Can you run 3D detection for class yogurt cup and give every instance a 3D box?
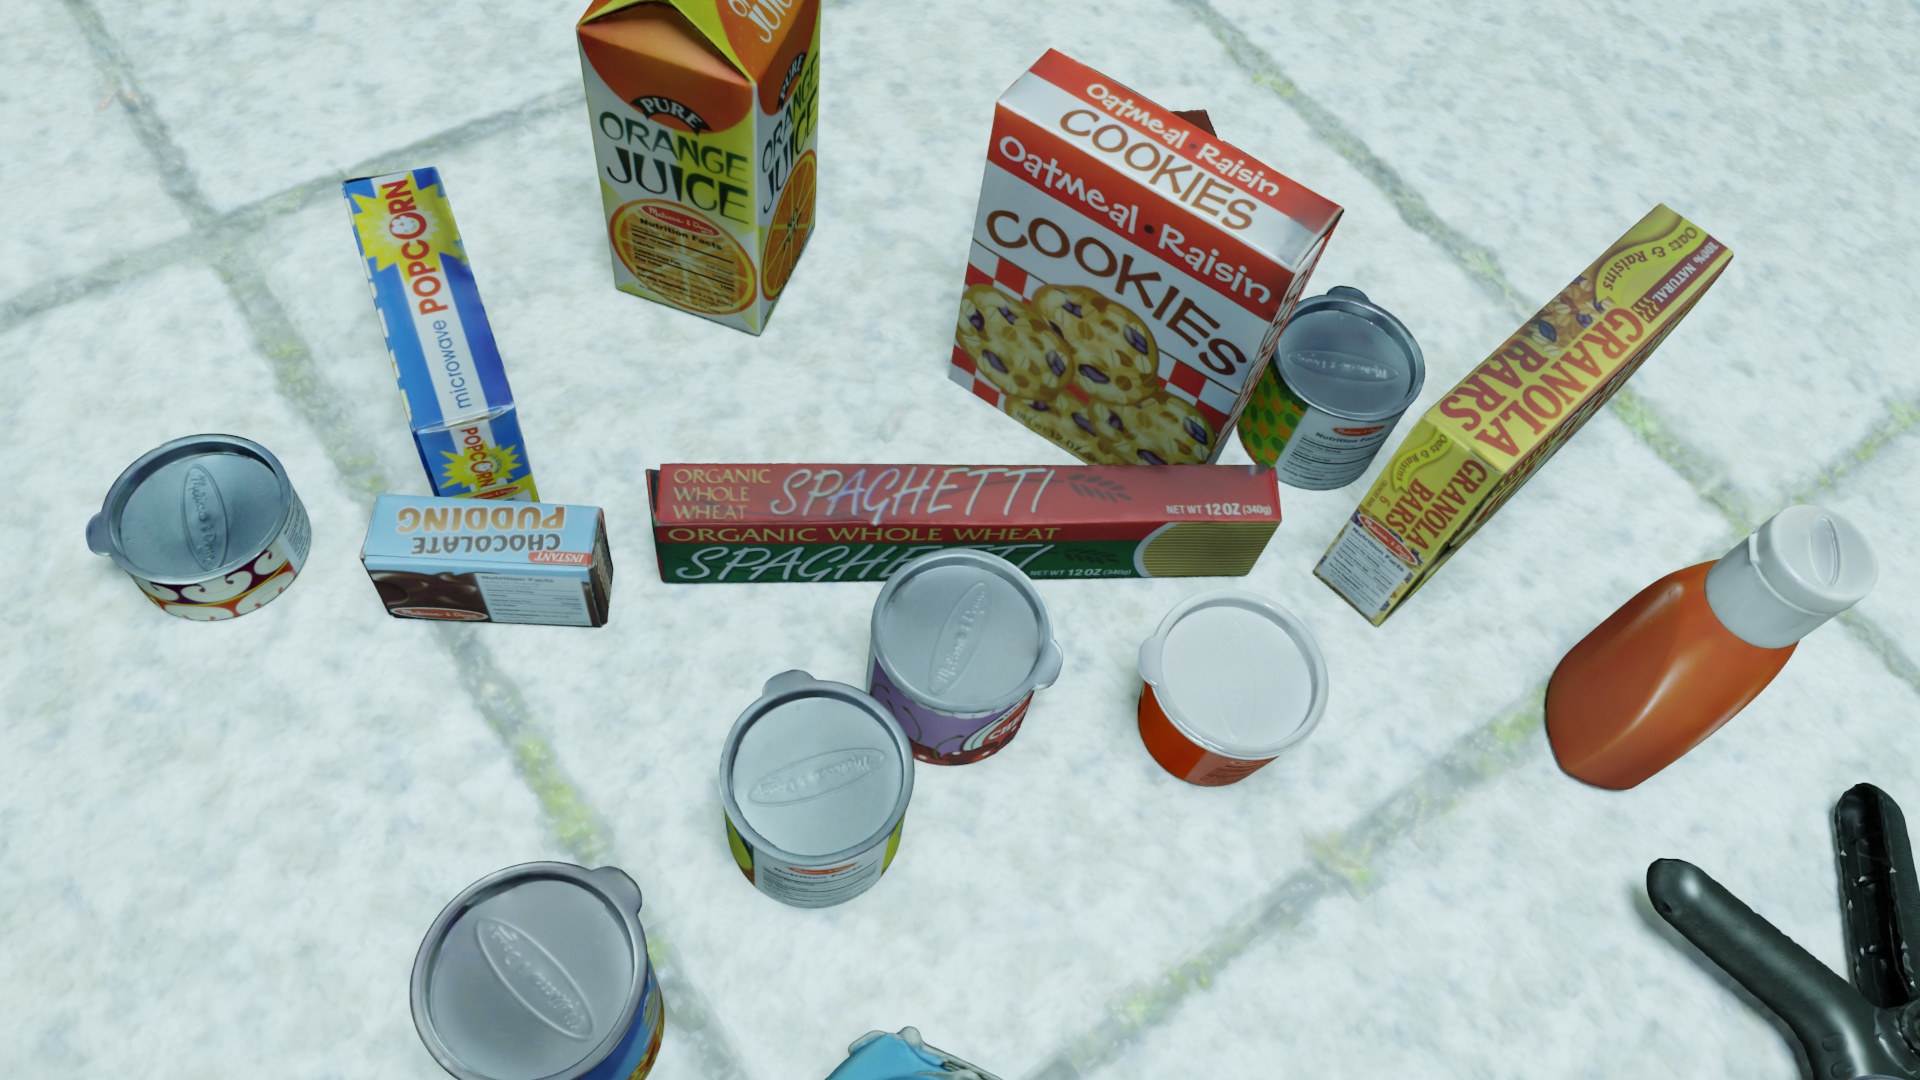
[{"bbox_3d":[0.100,0.060,0.532,0.072,0.053,0.073,3,60,-5],"label":"yogurt cup"}]

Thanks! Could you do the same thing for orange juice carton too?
[{"bbox_3d":[-0.102,-0.176,0.562,0.073,0.191,0.072,18,60,3],"label":"orange juice carton"}]

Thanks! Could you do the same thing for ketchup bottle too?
[{"bbox_3d":[0.270,0.039,0.511,0.043,0.148,0.065,16,60,2],"label":"ketchup bottle"}]

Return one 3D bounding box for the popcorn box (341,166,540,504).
[{"bbox_3d":[-0.204,-0.072,0.551,0.038,0.084,0.127,-18,64,-16],"label":"popcorn box"}]

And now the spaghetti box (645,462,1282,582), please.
[{"bbox_3d":[0.002,-0.007,0.560,0.250,0.050,0.029,0,61,-8],"label":"spaghetti box"}]

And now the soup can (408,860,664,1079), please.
[{"bbox_3d":[-0.127,0.143,0.438,0.071,0.083,0.071,3,60,-5],"label":"soup can"}]

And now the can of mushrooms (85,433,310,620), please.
[{"bbox_3d":[-0.289,-0.005,0.531,0.071,0.033,0.071,3,60,-5],"label":"can of mushrooms"}]

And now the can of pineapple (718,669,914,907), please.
[{"bbox_3d":[-0.051,0.089,0.493,0.071,0.057,0.071,3,60,-5],"label":"can of pineapple"}]

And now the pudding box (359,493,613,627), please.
[{"bbox_3d":[-0.178,0.008,0.528,0.084,0.049,0.030,3,60,-6],"label":"pudding box"}]

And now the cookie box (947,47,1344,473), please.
[{"bbox_3d":[0.064,-0.095,0.551,0.123,0.166,0.040,33,62,11],"label":"cookie box"}]

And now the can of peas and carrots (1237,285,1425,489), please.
[{"bbox_3d":[0.160,-0.066,0.609,0.071,0.058,0.071,3,60,-5],"label":"can of peas and carrots"}]

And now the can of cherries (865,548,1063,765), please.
[{"bbox_3d":[0.000,0.047,0.524,0.071,0.058,0.072,3,60,-5],"label":"can of cherries"}]

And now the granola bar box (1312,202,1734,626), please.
[{"bbox_3d":[0.229,-0.049,0.571,0.166,0.123,0.039,-38,71,-24],"label":"granola bar box"}]

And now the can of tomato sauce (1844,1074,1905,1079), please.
[{"bbox_3d":[0.278,0.214,0.449,0.071,0.082,0.071,3,60,-5],"label":"can of tomato sauce"}]
